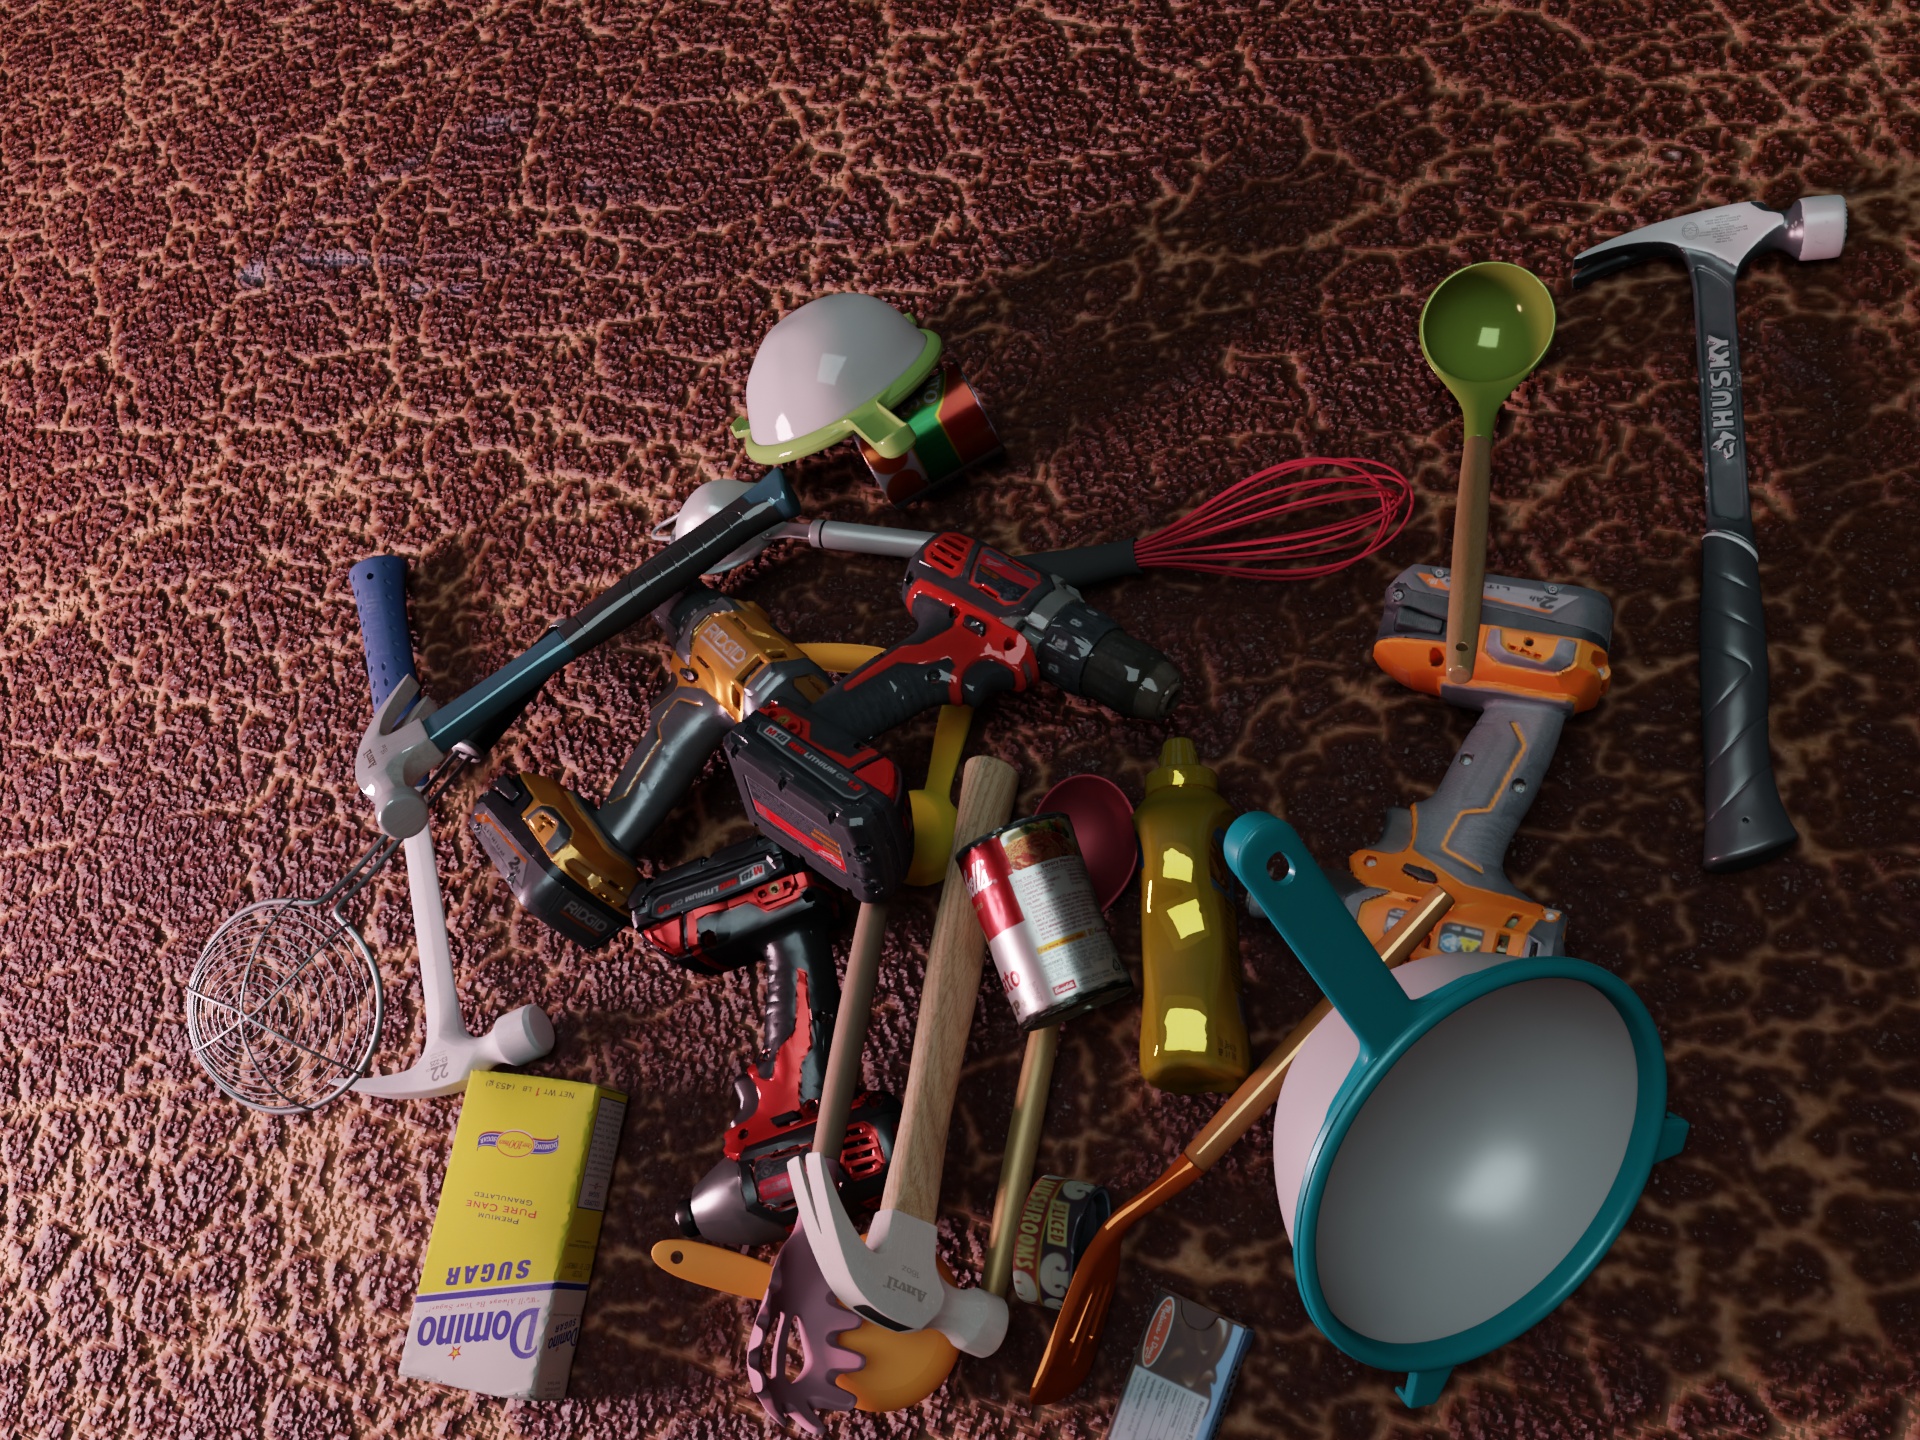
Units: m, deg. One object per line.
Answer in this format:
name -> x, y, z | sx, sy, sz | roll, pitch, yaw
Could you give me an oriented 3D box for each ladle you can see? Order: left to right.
ladle -> 0.047, 0.183, 0.895 | 0.069, 0.031, 0.315 | 5, 72, 24
ladle -> 0.285, -0.145, 0.877 | 0.078, 0.062, 0.320 | 4, 47, 18

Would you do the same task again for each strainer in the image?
strainer -> -0.102, -0.129, 1.071 | 0.258, 0.050, 0.087 | 9, 57, 18
strainer -> -0.078, -0.220, 1.008 | 0.151, 0.069, 0.257 | -33, 26, -2
strainer -> 0.189, 0.148, 0.727 | 0.211, 0.340, 0.095 | -42, 28, -7

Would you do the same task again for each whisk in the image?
whisk -> 0.127, -0.105, 0.974 | 0.296, 0.073, 0.073 | -10, 65, 22

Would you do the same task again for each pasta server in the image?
pasta server -> -0.062, 0.204, 0.841 | 0.040, 0.060, 0.316 | -28, 44, 49

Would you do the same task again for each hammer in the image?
hammer -> -0.379, 0.062, 1.086 | 0.144, 0.035, 0.406 | -23, 63, 8
hammer -> -0.238, -0.056, 1.012 | 0.331, 0.033, 0.128 | -37, 37, -10
hammer -> -0.010, 0.160, 0.869 | 0.031, 0.130, 0.332 | -32, 36, 44
hammer -> 0.422, -0.114, 0.886 | 0.149, 0.036, 0.409 | 0, 69, 20

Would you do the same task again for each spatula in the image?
spatula -> 0.141, 0.211, 0.799 | 0.322, 0.081, 0.041 | -48, 62, 3

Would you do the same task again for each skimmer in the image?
skimmer -> -0.350, 0.079, 1.025 | 0.127, 0.090, 0.363 | 22, 52, 11

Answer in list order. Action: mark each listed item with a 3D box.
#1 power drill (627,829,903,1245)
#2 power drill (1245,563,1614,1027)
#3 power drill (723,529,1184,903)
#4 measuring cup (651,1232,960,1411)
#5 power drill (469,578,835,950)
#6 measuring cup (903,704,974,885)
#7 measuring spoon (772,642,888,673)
power drill -> -0.115, 0.188, 0.922 | 0.143, 0.078, 0.220 | -22, 66, 9
power drill -> 0.254, 0.036, 0.857 | 0.164, 0.084, 0.226 | 11, 76, 23
power drill -> -0.001, -0.003, 0.912 | 0.188, 0.080, 0.227 | 31, 61, 28
measuring cup -> -0.081, 0.305, 0.837 | 0.173, 0.052, 0.095 | 16, 77, -1
power drill -> -0.204, 0.011, 1.014 | 0.226, 0.084, 0.186 | -46, 46, -3
measuring cup -> -0.015, 0.024, 0.979 | 0.062, 0.029, 0.157 | 7, 73, 21
measuring spoon -> -0.091, -0.040, 1.047 | 0.117, 0.011, 0.021 | 5, 68, 17
